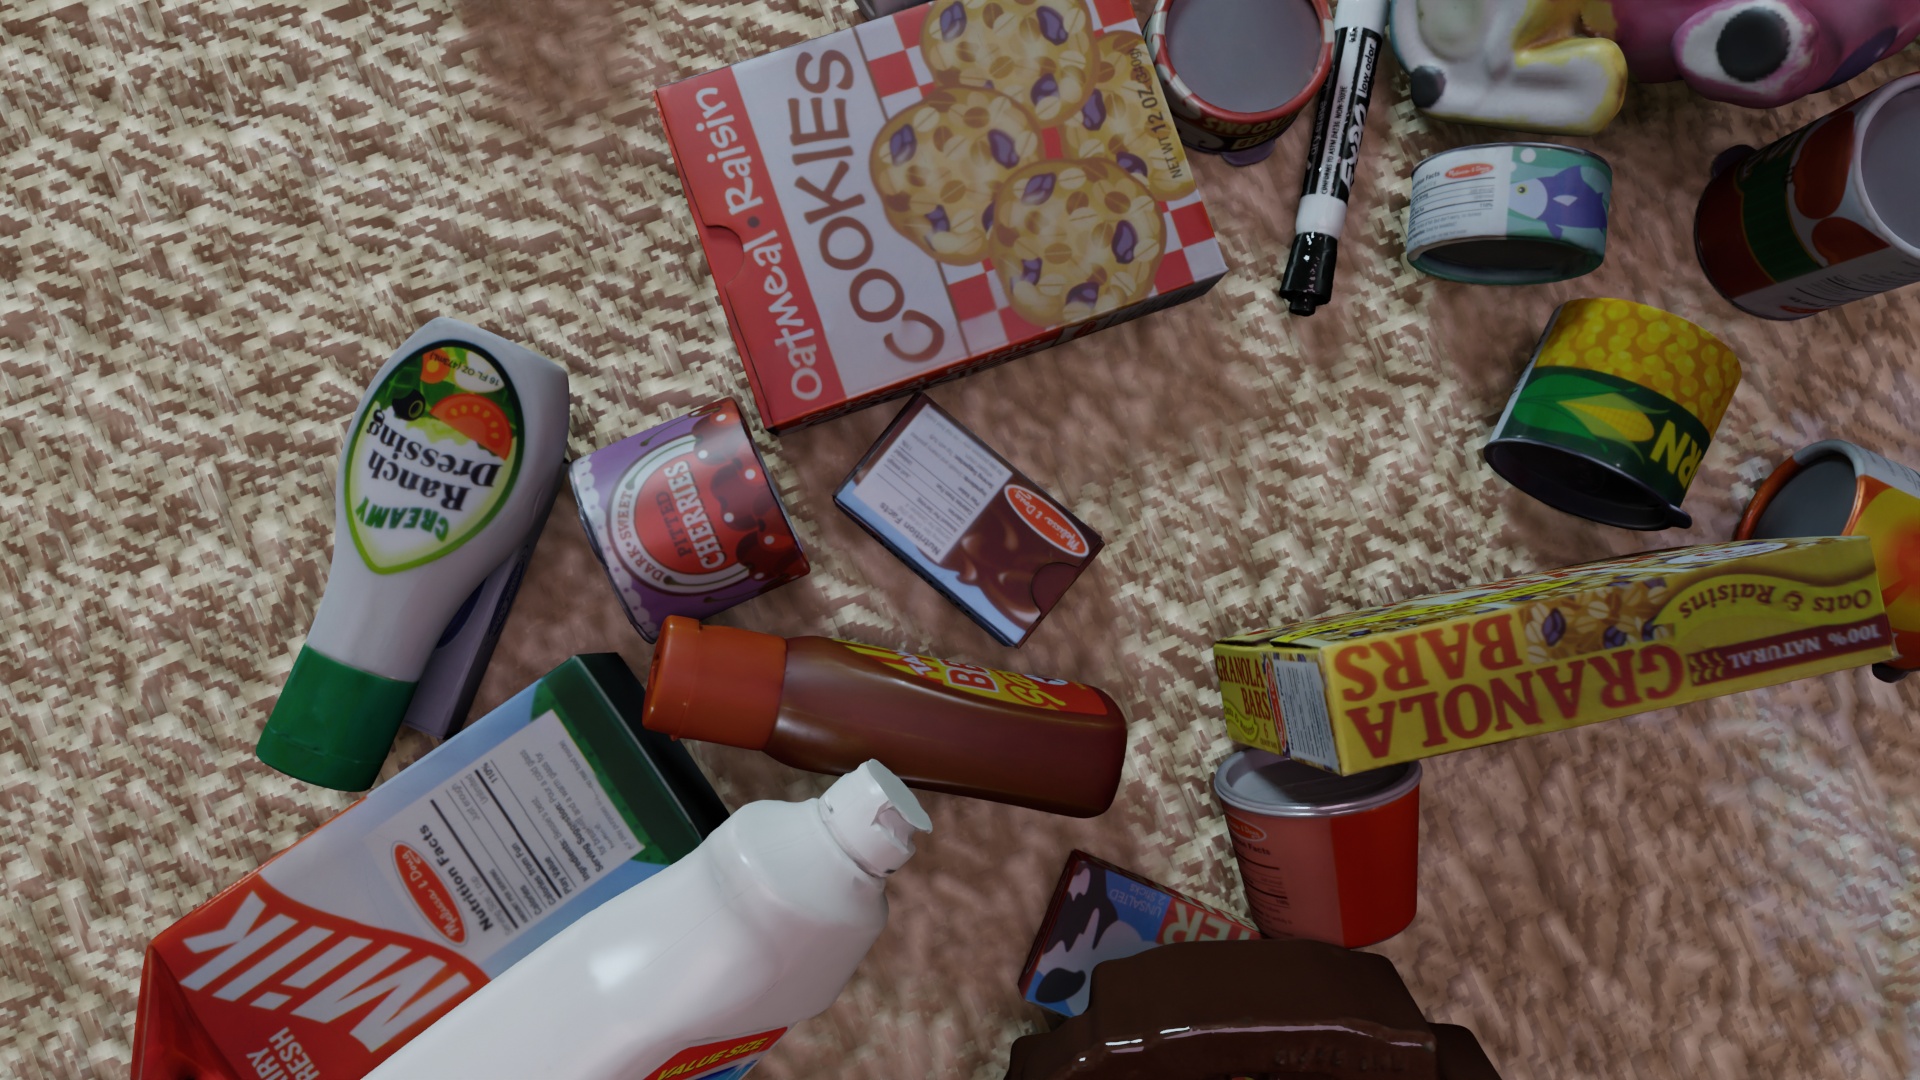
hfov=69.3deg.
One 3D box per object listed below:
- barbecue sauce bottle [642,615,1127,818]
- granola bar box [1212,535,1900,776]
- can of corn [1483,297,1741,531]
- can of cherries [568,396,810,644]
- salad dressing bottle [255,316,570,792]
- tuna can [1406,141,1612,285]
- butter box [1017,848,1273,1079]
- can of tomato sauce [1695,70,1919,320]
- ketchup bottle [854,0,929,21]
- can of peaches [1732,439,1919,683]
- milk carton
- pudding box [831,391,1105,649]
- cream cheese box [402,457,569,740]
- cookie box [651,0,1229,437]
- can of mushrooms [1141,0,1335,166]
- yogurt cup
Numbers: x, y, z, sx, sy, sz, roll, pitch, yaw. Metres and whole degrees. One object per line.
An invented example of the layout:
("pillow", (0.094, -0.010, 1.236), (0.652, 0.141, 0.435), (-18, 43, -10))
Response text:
("barbecue sauce bottle", (-0.025, 0.056, 0.448), (0.149, 0.065, 0.043), (12, 90, -15))
("granola bar box", (0.177, 0.034, 0.446), (0.166, 0.124, 0.039), (-11, 87, -4))
("can of corn", (0.228, -0.043, 0.482), (0.071, 0.071, 0.058), (28, 85, -2))
("can of cherries", (-0.088, -0.007, 0.458), (0.058, 0.071, 0.071), (-23, 88, -5))
("salad dressing bottle", (-0.174, 0.005, 0.439), (0.064, 0.044, 0.147), (22, 86, 1))
("tuna can", (0.193, -0.112, 0.487), (0.071, 0.071, 0.033), (6, 87, -3))
("butter box", (0.077, 0.152, 0.482), (0.103, 0.024, 0.053), (22, 86, -2))
("can of tomato sauce", (0.312, -0.120, 0.486), (0.071, 0.083, 0.071), (0, 87, -4))
("ketchup bottle", (0.025, -0.235, 0.494), (0.149, 0.043, 0.064), (-32, 89, -5))
("can of peaches", (0.316, 0.007, 0.487), (0.058, 0.071, 0.071), (24, 85, -2))
("milk carton", (-0.176, 0.118, 0.444), (0.191, 0.072, 0.073), (-34, 89, -6))
("pudding box", (0.002, -0.006, 0.484), (0.084, 0.030, 0.050), (39, 84, -1))
("cream cheese box", (-0.179, 0.010, 0.474), (0.053, 0.024, 0.104), (21, 85, -3))
("cookie box", (-0.007, -0.121, 0.486), (0.168, 0.040, 0.123), (-19, 88, -5))
("can of mushrooms", (0.099, -0.174, 0.500), (0.071, 0.033, 0.071), (0, 86, -4))
("yogurt cup", (0.123, 0.101, 0.468), (0.072, 0.072, 0.054), (-10, 100, -4))
